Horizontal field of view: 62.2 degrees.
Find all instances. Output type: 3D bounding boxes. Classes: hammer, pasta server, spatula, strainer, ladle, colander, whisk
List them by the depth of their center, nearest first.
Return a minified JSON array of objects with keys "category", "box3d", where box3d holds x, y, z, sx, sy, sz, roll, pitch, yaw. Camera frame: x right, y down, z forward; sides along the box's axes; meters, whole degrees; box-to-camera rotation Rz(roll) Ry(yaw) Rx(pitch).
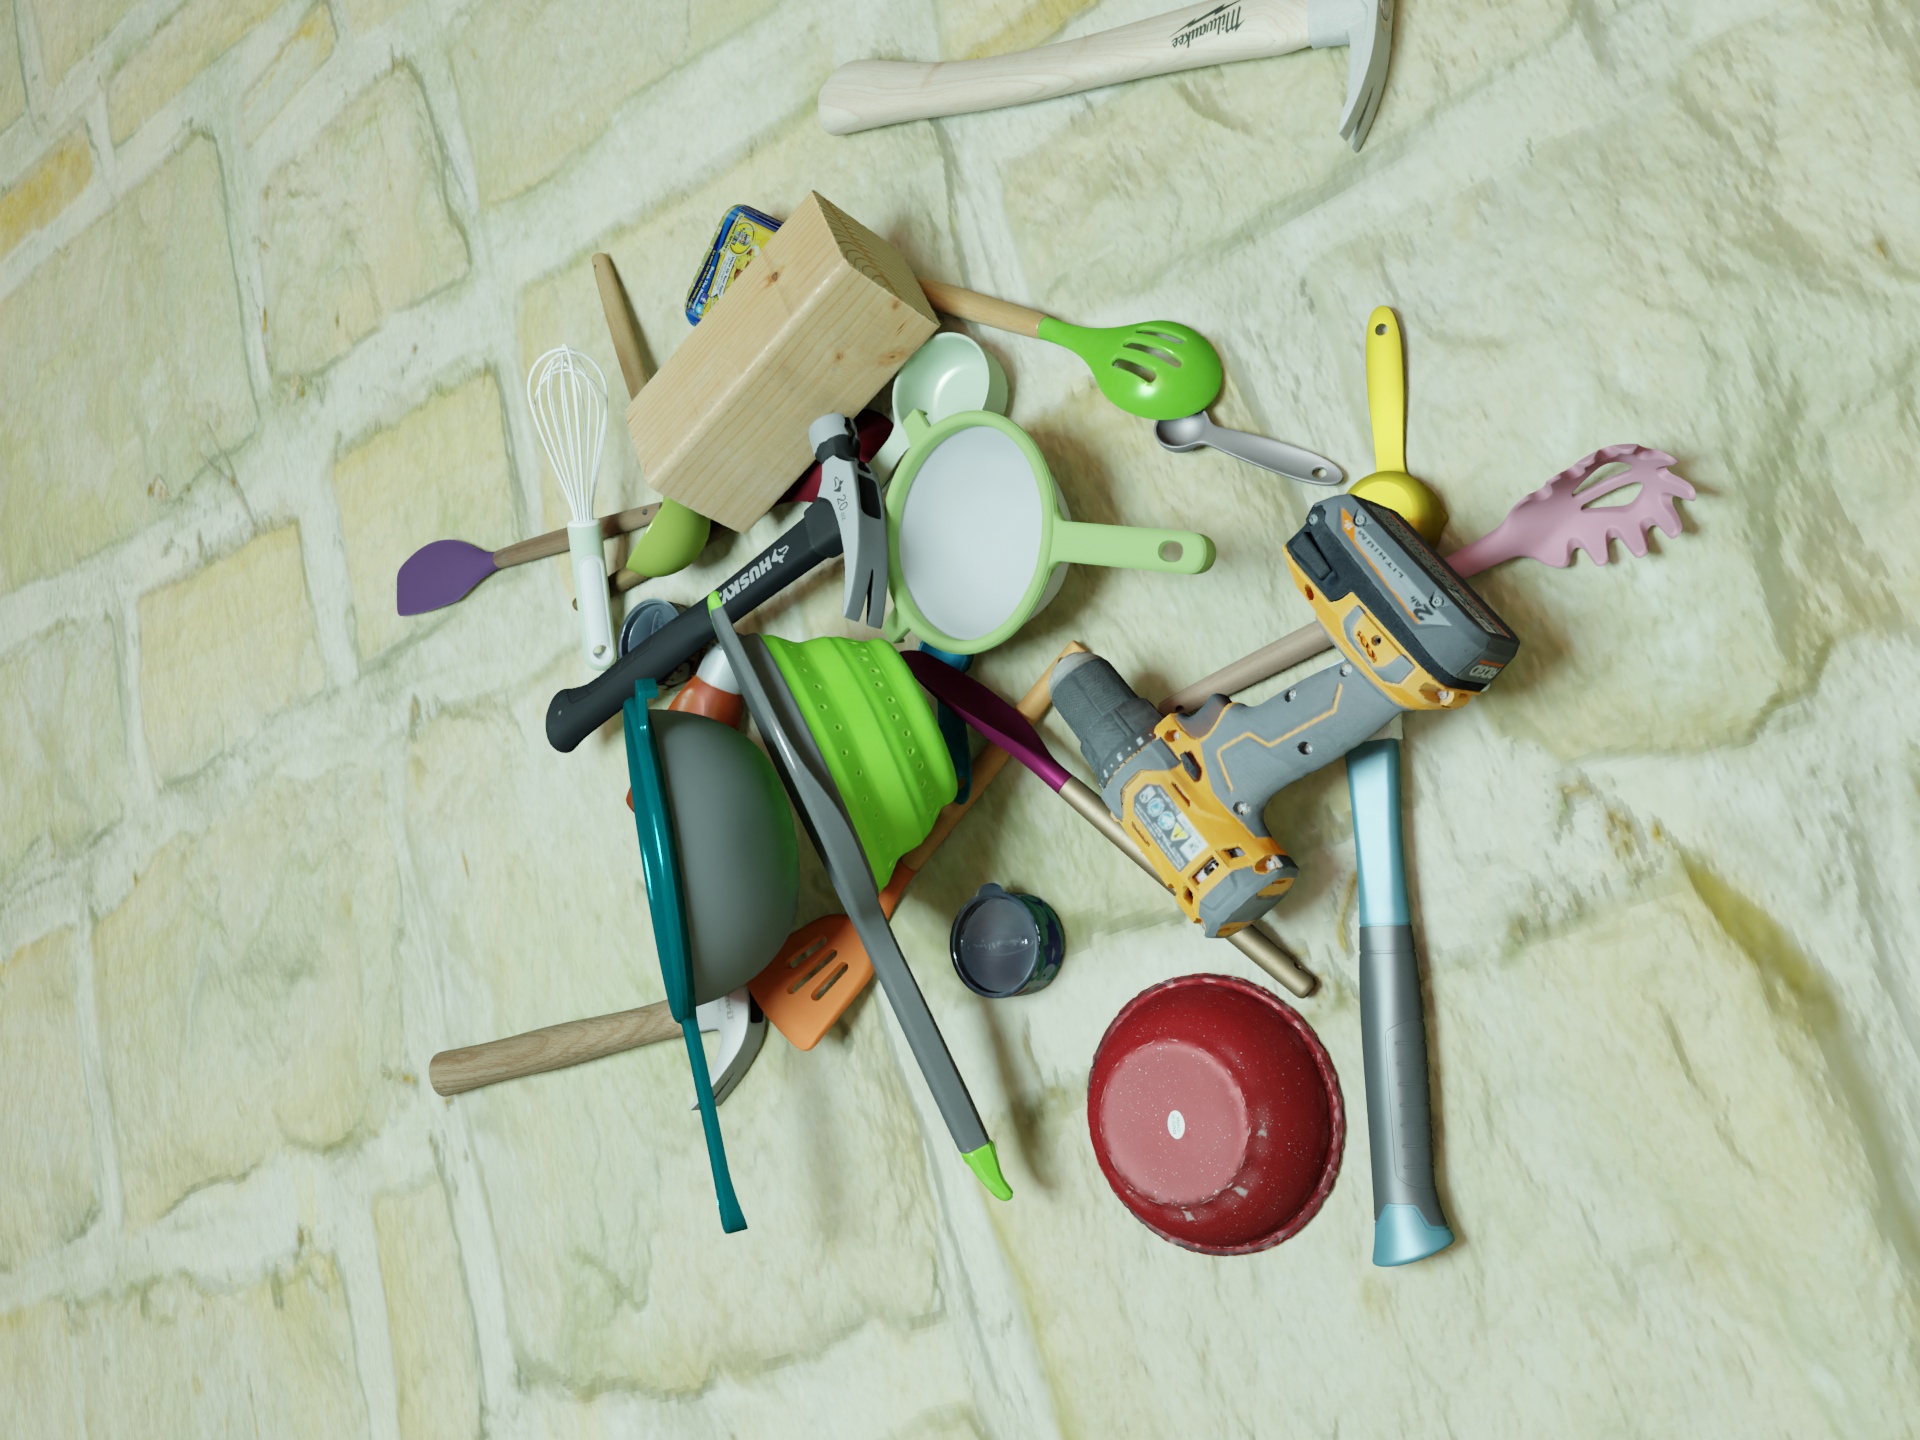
[{"category":"hammer","box3d":[0.233,0.125,0.864,0.128,0.033,0.331,-7,80,31]},{"category":"pasta server","box3d":[0.243,-0.066,0.880,0.316,0.040,0.060,-28,108,29]},{"category":"colander","box3d":[-0.029,0.090,0.961,0.094,0.204,0.397,-25,85,-8]},{"category":"strainer","box3d":[0.060,-0.109,0.969,0.256,0.069,0.151,11,98,43]},{"category":"strainer","box3d":[-0.141,0.144,1.013,0.211,0.095,0.340,128,130,-71]},{"category":"spatula","box3d":[-0.024,0.075,1.033,0.081,0.041,0.322,46,107,29]},{"category":"hammer","box3d":[0.076,-0.418,1.035,0.411,0.038,0.146,3,87,33]},{"category":"hammer","box3d":[-0.177,-0.063,1.099,0.334,0.035,0.146,-32,60,30]},{"category":"ladle","box3d":[-0.176,-0.145,1.169,0.315,0.031,0.069,-24,69,30]},{"category":"hammer","box3d":[-0.277,0.239,1.180,0.331,0.031,0.130,-19,74,30]},{"category":"whisk","box3d":[-0.281,-0.155,1.184,0.059,0.057,0.246,-142,46,-63]},{"category":"ladle","box3d":[-0.249,-0.240,1.194,0.078,0.062,0.320,-49,51,41]},{"category":"spatula","box3d":[-0.355,-0.138,1.287,0.316,0.018,0.060,-10,78,32]}]

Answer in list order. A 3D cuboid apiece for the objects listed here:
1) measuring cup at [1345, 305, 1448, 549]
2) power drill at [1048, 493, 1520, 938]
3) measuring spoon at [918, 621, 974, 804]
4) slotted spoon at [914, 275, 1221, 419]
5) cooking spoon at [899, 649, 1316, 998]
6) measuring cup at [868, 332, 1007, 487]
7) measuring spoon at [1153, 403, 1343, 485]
[{"category":"measuring cup","box3d":[0.238,-0.162,0.899,0.062,0.029,0.156,-5,84,32]},{"category":"power drill","box3d":[0.160,-0.019,0.863,0.226,0.084,0.185,-49,62,24]},{"category":"measuring spoon","box3d":[-0.002,-0.003,1.028,0.042,0.021,0.129,-21,62,28]},{"category":"slotted spoon","box3d":[0.034,-0.262,1.043,0.314,0.031,0.070,27,74,35]},{"category":"cooking spoon","box3d":[0.082,0.055,0.946,0.319,0.068,0.017,40,110,19]},{"category":"measuring cup","box3d":[-0.031,-0.183,1.073,0.167,0.038,0.083,-50,61,20]},{"category":"measuring spoon","box3d":[0.172,-0.159,0.952,0.124,0.018,0.034,25,71,28]}]
